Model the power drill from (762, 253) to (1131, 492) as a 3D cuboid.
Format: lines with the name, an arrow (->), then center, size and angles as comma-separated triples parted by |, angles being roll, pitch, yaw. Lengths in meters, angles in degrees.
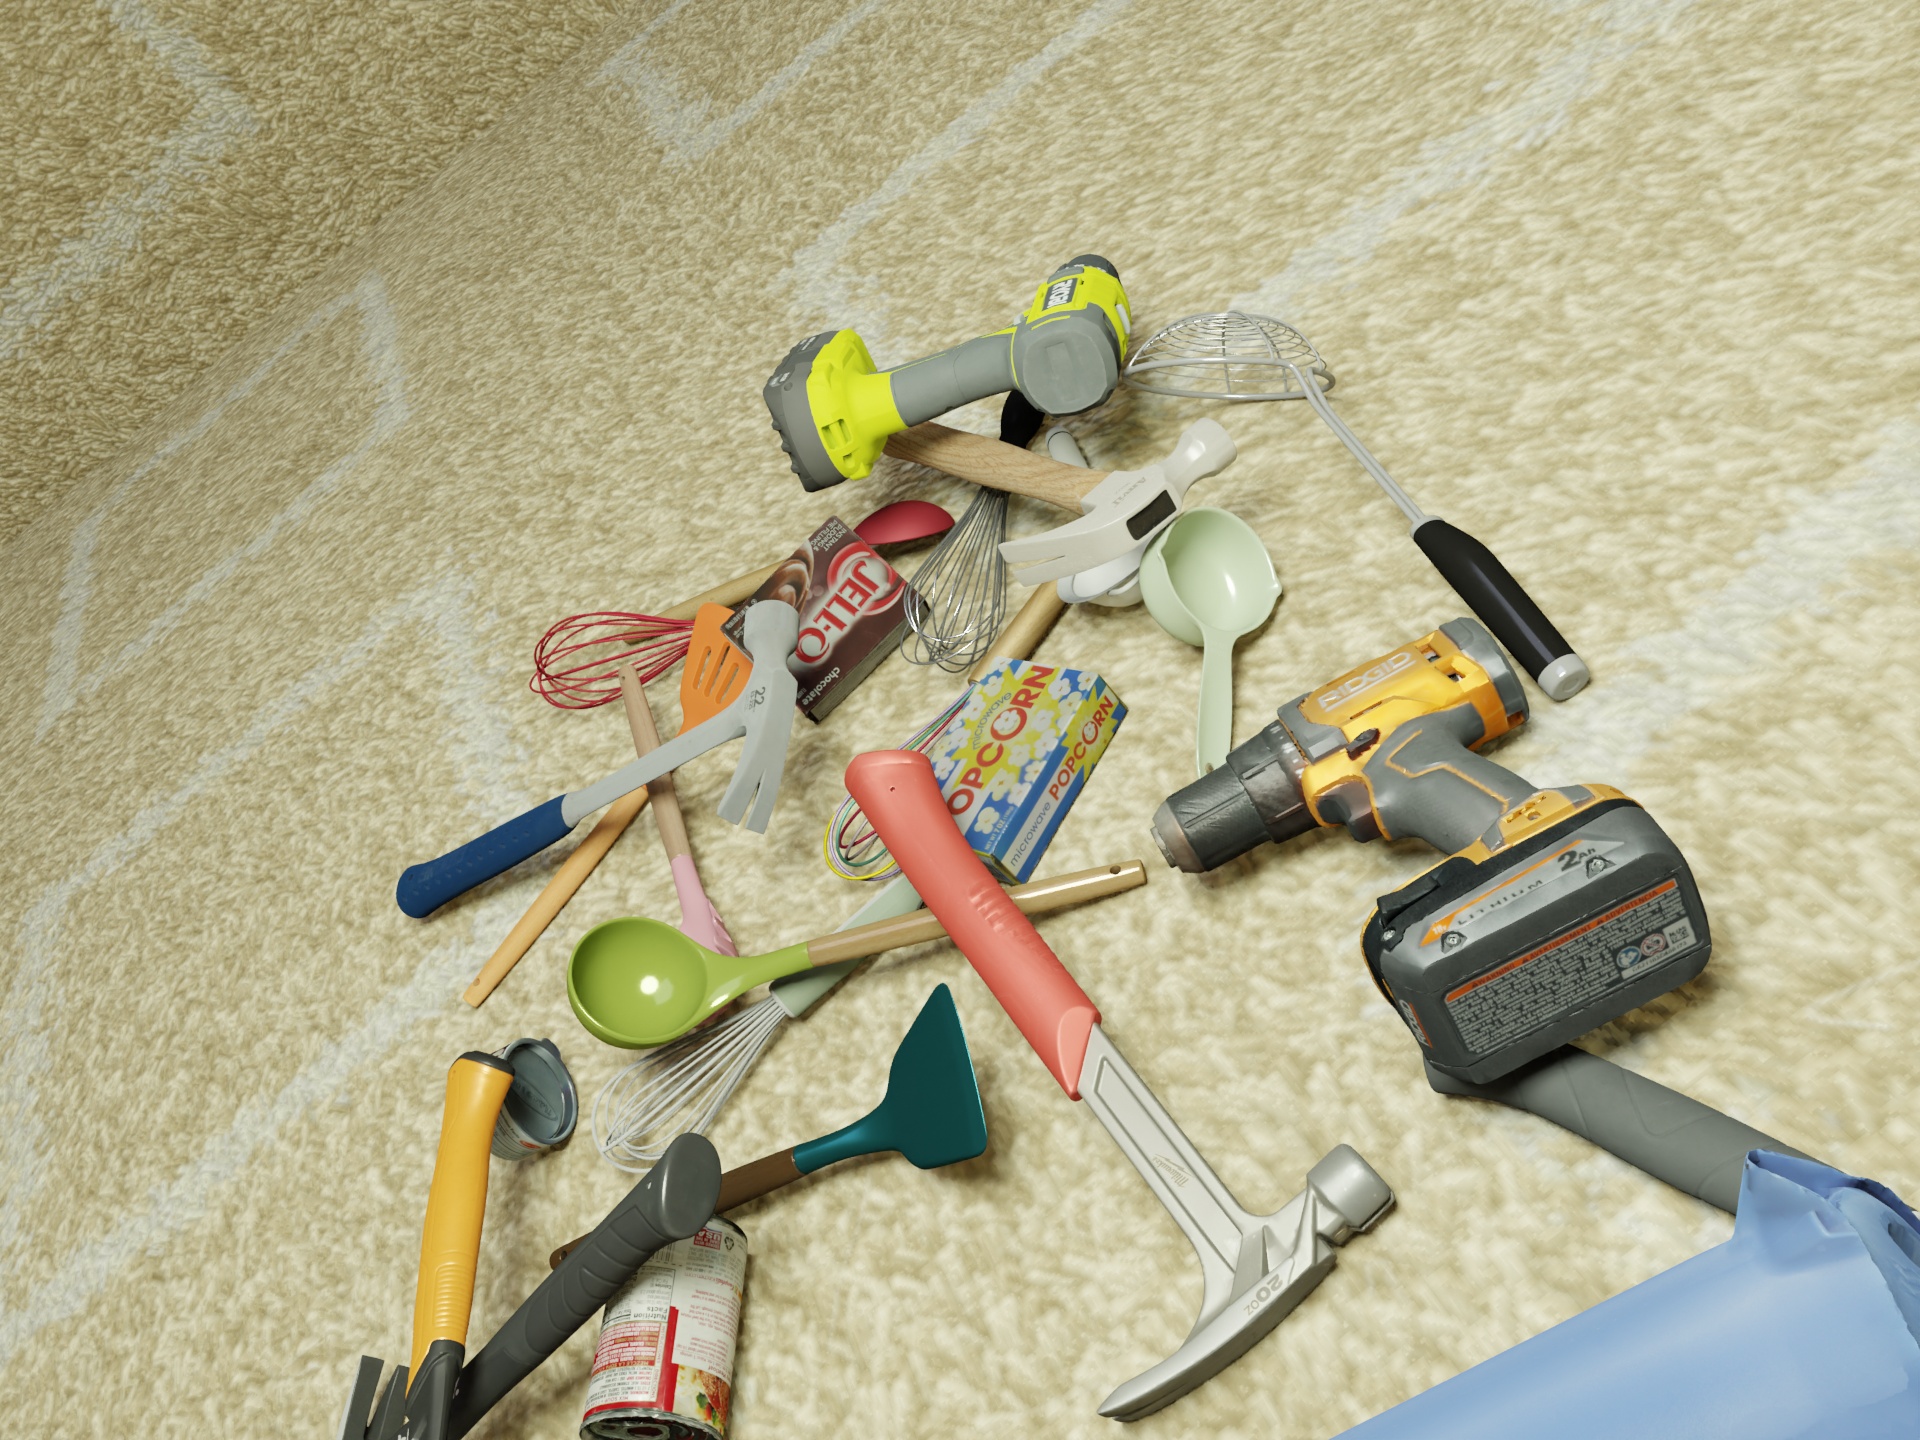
power drill -> 0.002, -0.236, 1.038 | 0.228, 0.080, 0.191 | -14, 28, 18

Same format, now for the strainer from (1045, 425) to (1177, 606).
strainer -> 0.088, -0.133, 1.012 | 0.087, 0.050, 0.259 | -35, 33, 13

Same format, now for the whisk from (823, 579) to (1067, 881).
whisk -> -0.003, -0.004, 0.967 | 0.047, 0.051, 0.245 | 13, 60, 52

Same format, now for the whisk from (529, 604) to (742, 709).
whisk -> -0.202, -0.064, 1.179 | 0.296, 0.073, 0.073 | -12, 47, 24

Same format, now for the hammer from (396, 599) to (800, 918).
hammer -> -0.252, 0.061, 1.051 | 0.405, 0.035, 0.144 | -26, 50, 35

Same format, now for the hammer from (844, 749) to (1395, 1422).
hammer -> 0.032, 0.139, 0.756 | 0.149, 0.036, 0.359 | -41, 50, 0

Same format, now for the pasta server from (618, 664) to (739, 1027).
pasta server -> -0.191, 0.069, 1.026 | 0.060, 0.040, 0.317 | -44, 46, 20

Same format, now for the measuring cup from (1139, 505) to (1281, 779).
measuring cup -> 0.132, -0.036, 0.878 | 0.038, 0.083, 0.168 | -30, 50, 59

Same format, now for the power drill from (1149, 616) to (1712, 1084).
power drill -> 0.188, 0.054, 0.694 | 0.185, 0.084, 0.226 | -29, 28, 6

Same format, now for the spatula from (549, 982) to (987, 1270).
spatula -> -0.108, 0.231, 0.814 | 0.317, 0.044, 0.082 | -29, 60, 26

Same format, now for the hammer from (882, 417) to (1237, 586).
hammer -> 0.028, -0.157, 1.000 | 0.130, 0.031, 0.332 | -41, 31, -11

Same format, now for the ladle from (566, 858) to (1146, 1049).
ladle -> -0.059, 0.113, 0.850 | 0.320, 0.062, 0.078 | -15, 51, 11

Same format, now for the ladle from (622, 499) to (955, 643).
ladle -> -0.139, -0.107, 1.183 | 0.315, 0.031, 0.069 | -18, 11, 32

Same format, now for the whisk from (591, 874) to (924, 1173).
whisk -> -0.107, 0.163, 0.896 | 0.246, 0.057, 0.059 | -40, 81, -5

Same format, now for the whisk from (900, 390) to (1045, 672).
whisk -> 0.020, -0.141, 1.068 | 0.070, 0.070, 0.285 | -11, 43, 33

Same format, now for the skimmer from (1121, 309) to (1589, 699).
skimmer -> 0.210, -0.120, 0.880 | 0.090, 0.127, 0.364 | -62, 40, 35

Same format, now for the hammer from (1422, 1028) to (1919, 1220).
hammer -> 0.328, 0.176, 0.526 | 0.409, 0.036, 0.149 | 22, 69, 49

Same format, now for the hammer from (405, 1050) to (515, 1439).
hammer -> -0.257, 0.304, 0.776 | 0.127, 0.034, 0.337 | -44, 32, 24

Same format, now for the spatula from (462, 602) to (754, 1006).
spatula -> -0.242, 0.062, 1.105 | 0.081, 0.041, 0.322 | 30, 77, 33

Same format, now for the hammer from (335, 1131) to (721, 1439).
hammer -> -0.225, 0.312, 0.789 | 0.334, 0.035, 0.146 | -47, 30, 21
